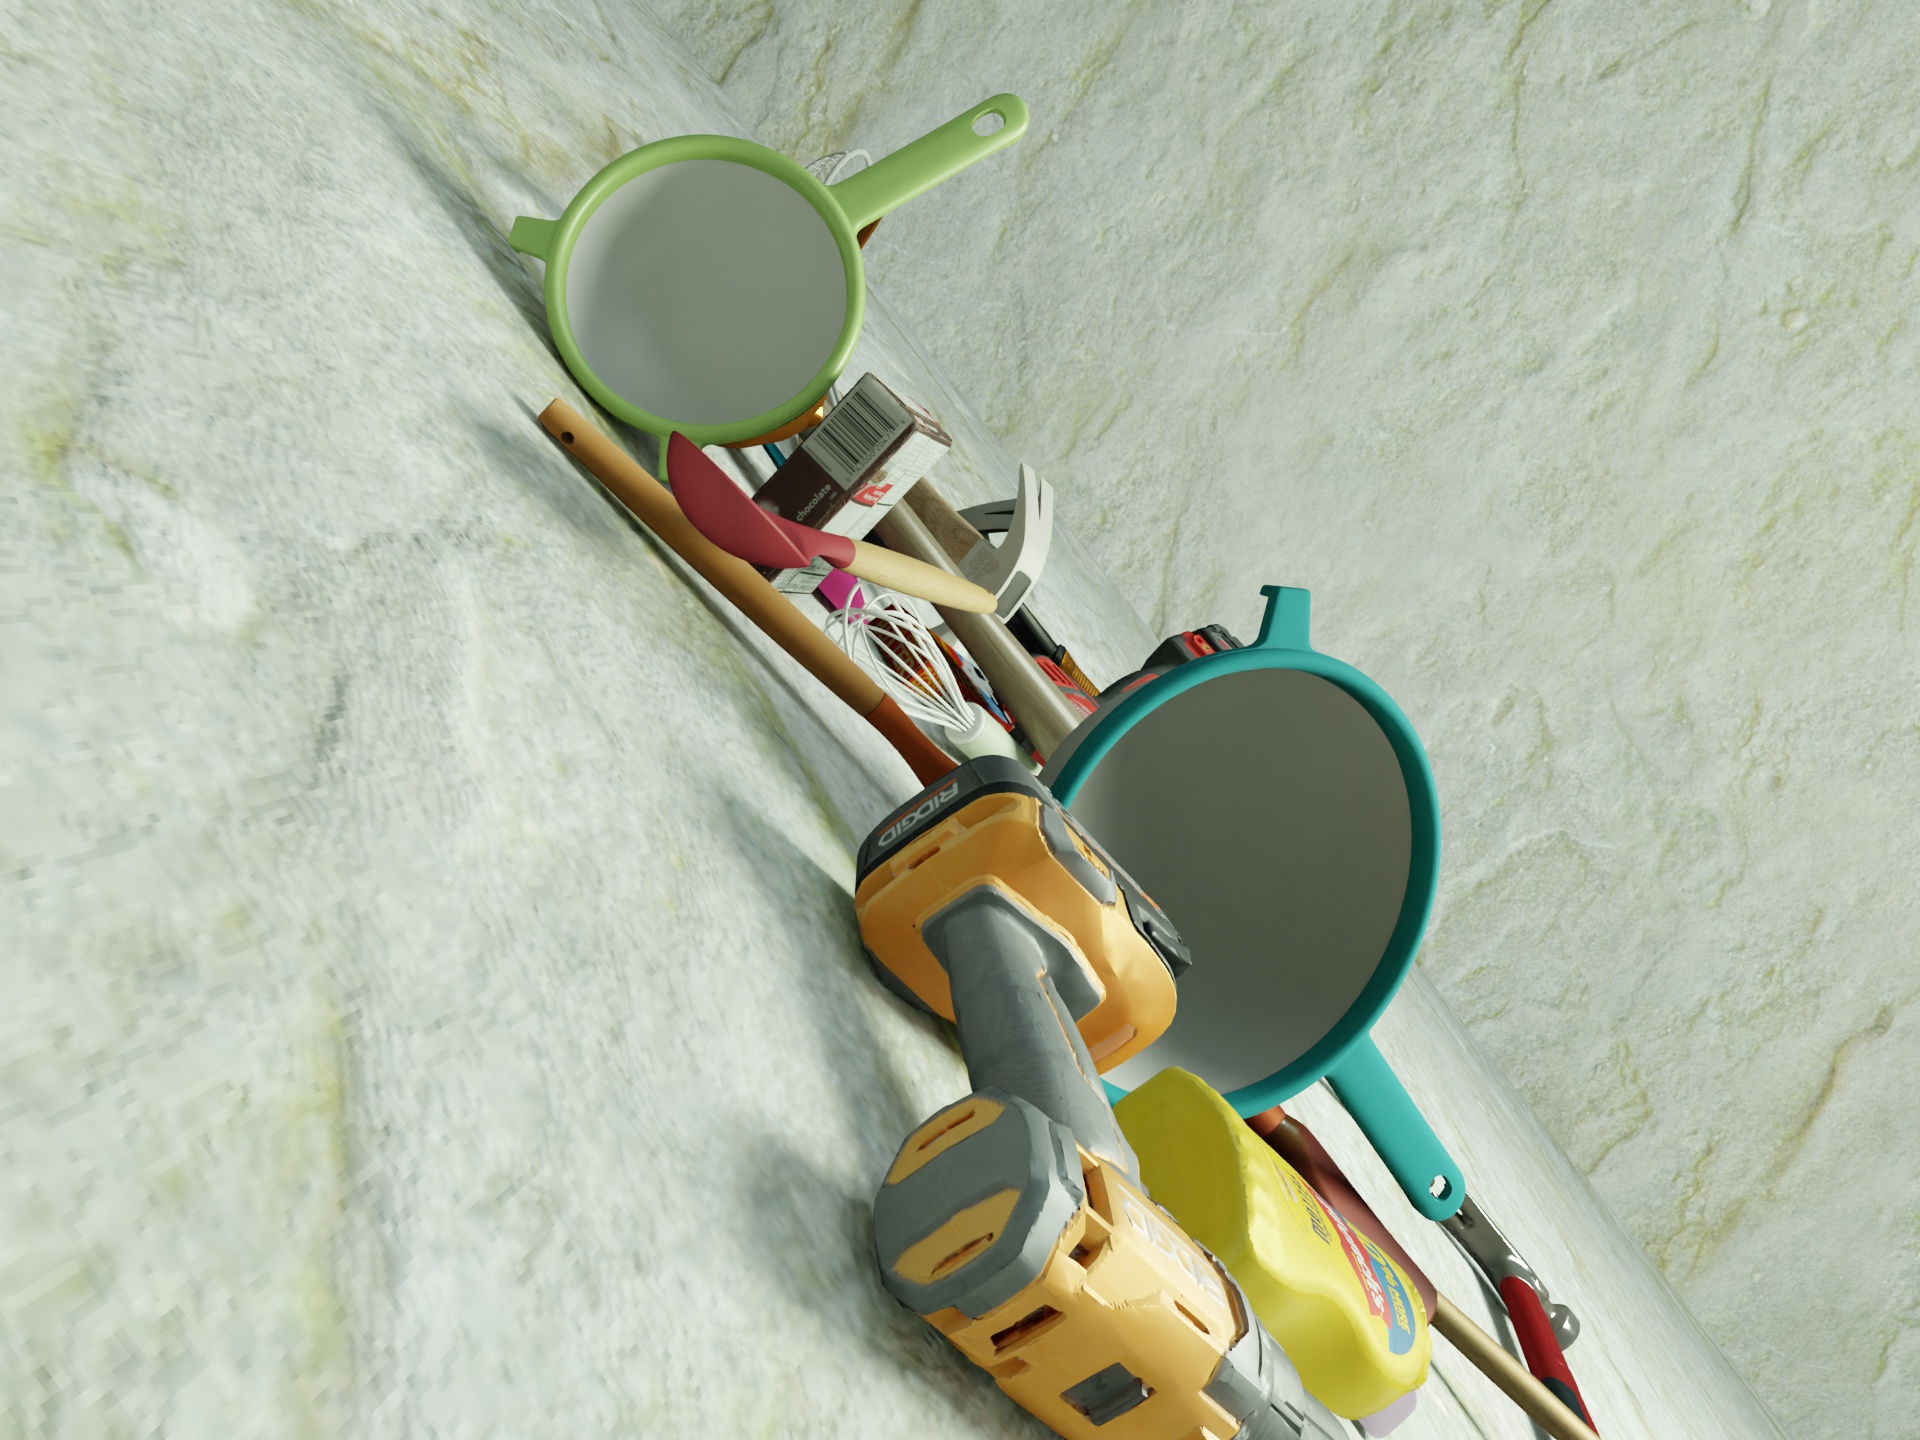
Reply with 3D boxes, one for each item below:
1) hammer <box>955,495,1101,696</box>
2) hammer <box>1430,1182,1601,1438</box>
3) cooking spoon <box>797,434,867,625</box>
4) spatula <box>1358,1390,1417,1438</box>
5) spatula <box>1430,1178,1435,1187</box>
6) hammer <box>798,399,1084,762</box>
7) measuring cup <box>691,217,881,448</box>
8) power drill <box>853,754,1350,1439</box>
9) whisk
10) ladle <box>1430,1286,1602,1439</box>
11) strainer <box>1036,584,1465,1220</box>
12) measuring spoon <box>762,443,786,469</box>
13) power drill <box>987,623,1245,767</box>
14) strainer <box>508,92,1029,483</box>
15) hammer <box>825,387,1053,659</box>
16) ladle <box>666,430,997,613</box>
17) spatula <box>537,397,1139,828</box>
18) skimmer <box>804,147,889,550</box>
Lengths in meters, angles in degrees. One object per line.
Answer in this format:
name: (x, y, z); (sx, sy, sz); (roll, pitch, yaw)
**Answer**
hammer: (0.087, -0.026, 1.154); (0.336, 0.127, 0.034); (51, 45, -33)
hammer: (0.370, 0.421, 0.998); (0.143, 0.038, 0.386); (50, 11, 0)
cooking spoon: (-0.087, -0.136, 0.992); (0.068, 0.017, 0.319); (47, 12, -26)
spatula: (0.107, 0.181, 0.744); (0.059, 0.018, 0.316); (-9, 56, -49)
spatula: (0.268, 0.256, 1.159); (0.317, 0.044, 0.082); (51, 9, -29)
hammer: (-0.056, -0.138, 0.913); (0.411, 0.038, 0.146); (52, -4, 11)
measuring cup: (-0.094, -0.216, 0.829); (0.095, 0.173, 0.052); (44, 28, 4)
power drill: (0.045, 0.134, 0.507); (0.185, 0.084, 0.226); (46, 16, -27)
whisk: (-0.001, -0.003, 0.847); (0.246, 0.058, 0.059); (43, 48, -55)
ladle: (0.340, 0.376, 0.837); (0.320, 0.062, 0.078); (41, 16, 16)
strainer: (0.133, 0.108, 0.727); (0.340, 0.211, 0.095); (53, -11, -28)
measuring spoon: (-0.114, -0.149, 0.914); (0.129, 0.021, 0.042); (55, 15, 15)
power drill: (0.137, 0.026, 1.036); (0.226, 0.080, 0.188); (-14, 56, -48)
strainer: (-0.078, -0.229, 0.783); (0.151, 0.256, 0.069); (57, -9, 4)
hammer: (-0.039, -0.163, 1.085); (0.031, 0.130, 0.332); (34, 11, -42)
ladle: (-0.043, -0.074, 0.723); (0.069, 0.031, 0.315); (44, 12, 19)
spatula: (-0.055, -0.027, 0.702); (0.322, 0.081, 0.041); (43, 29, -17)
skimmer: (-0.064, -0.247, 1.099); (0.127, 0.090, 0.364); (104, -27, -56)
